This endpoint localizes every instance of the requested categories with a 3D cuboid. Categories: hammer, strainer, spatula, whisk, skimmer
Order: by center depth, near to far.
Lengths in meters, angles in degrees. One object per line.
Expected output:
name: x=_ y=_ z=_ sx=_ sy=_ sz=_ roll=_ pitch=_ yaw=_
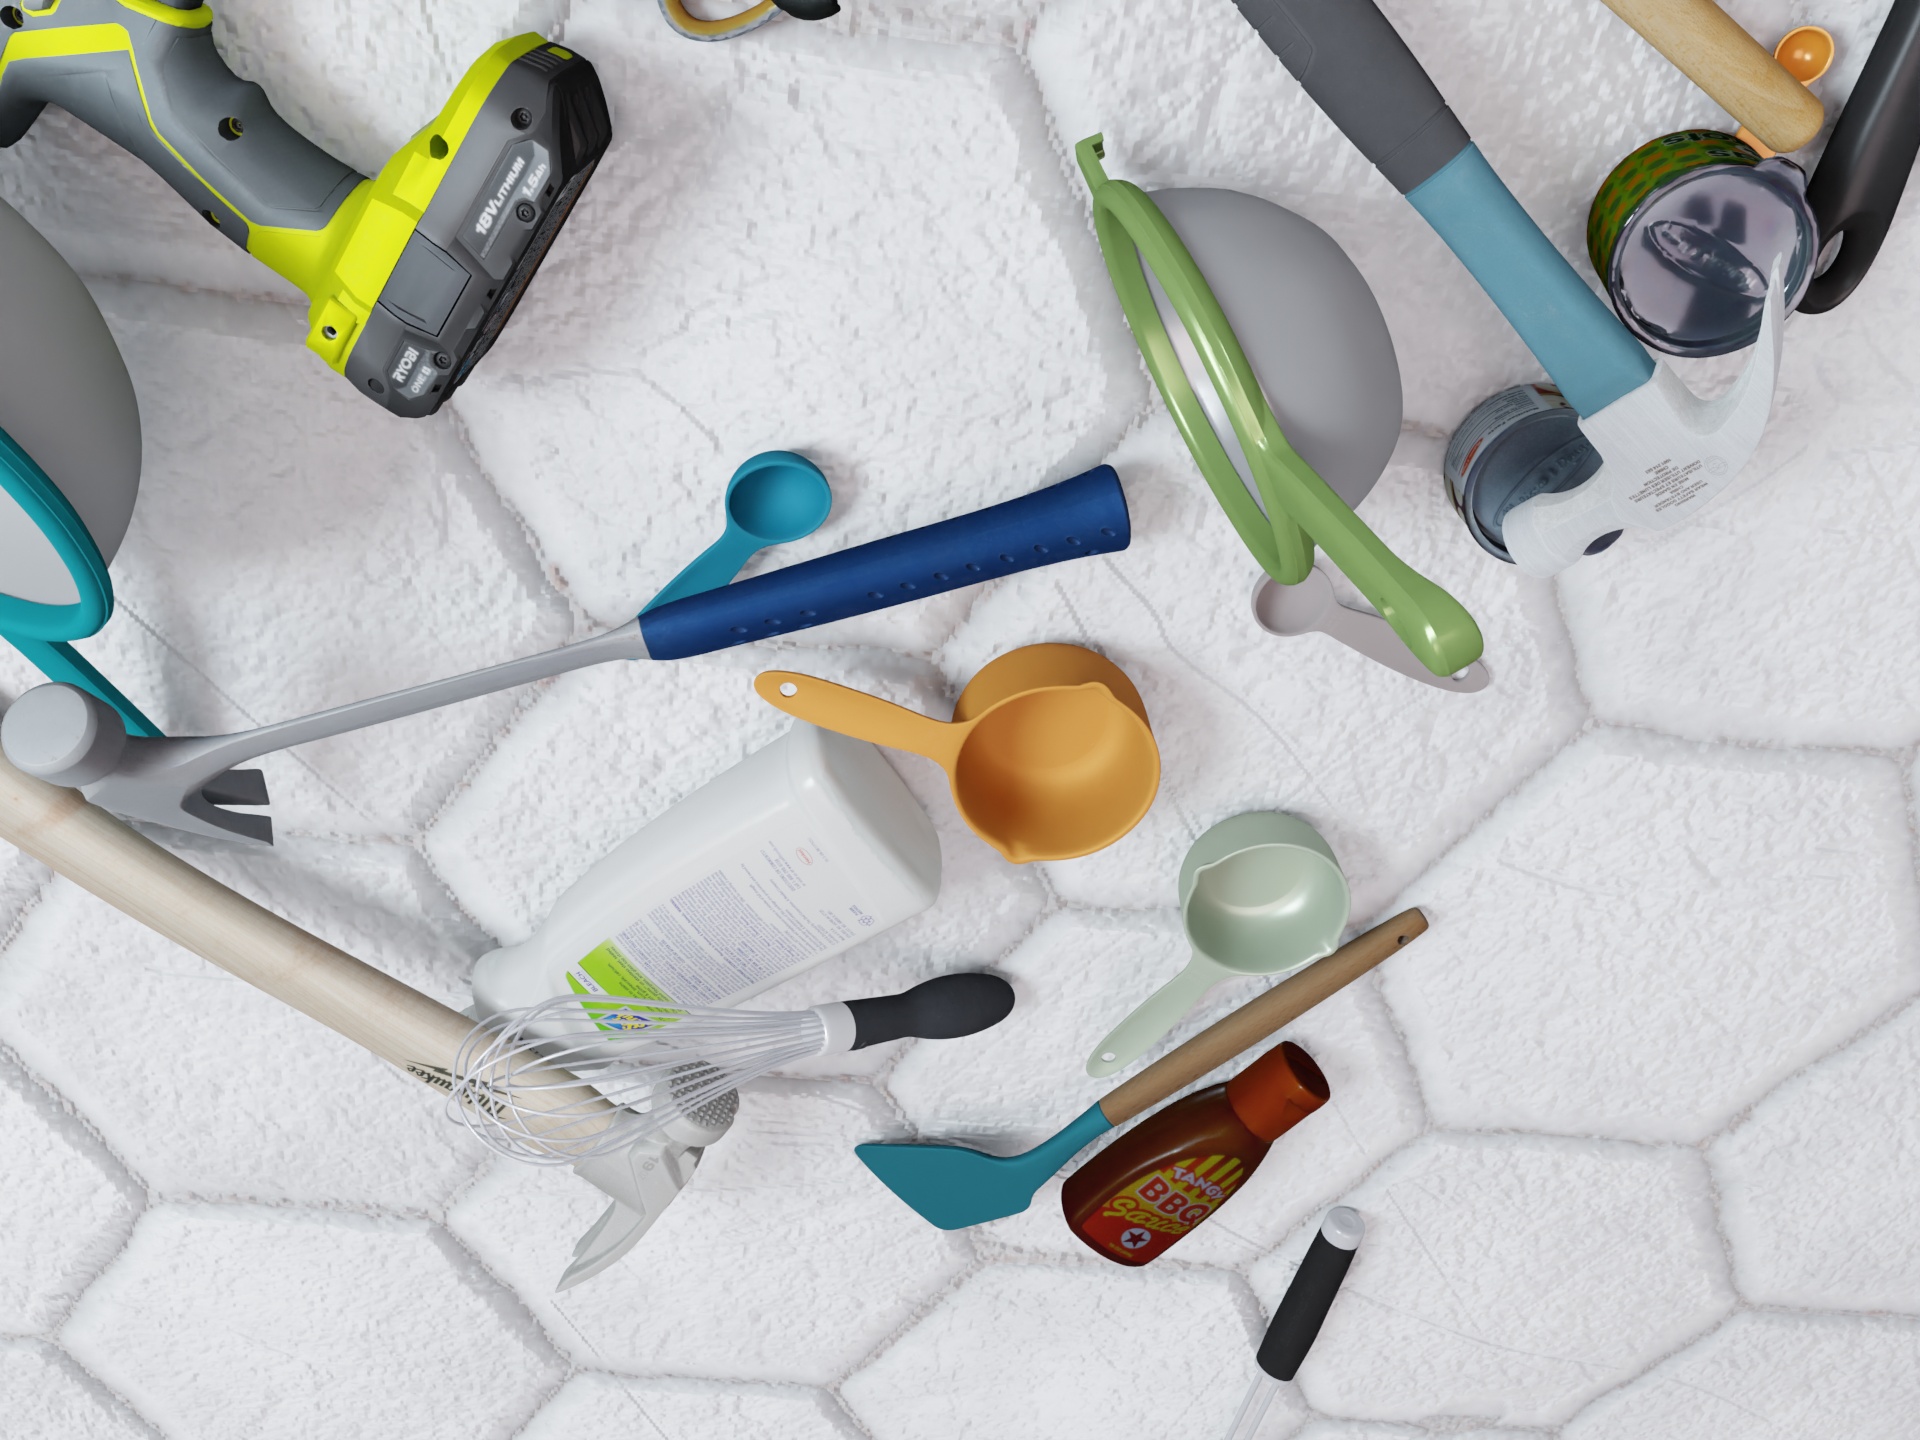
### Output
strainer: x=0.118 y=-0.098 z=0.499 sx=0.069 sy=0.257 sz=0.151 roll=-28 pitch=125 yaw=4
whisk: x=0.328 y=-0.271 z=0.513 sx=0.073 sy=0.073 sz=0.295 roll=2 pitch=128 yaw=-3
whisk: x=0.197 y=-0.264 z=0.514 sx=0.244 sy=0.051 sz=0.047 roll=30 pitch=110 yaw=-18
hammer: x=0.148 y=-0.193 z=0.528 sx=0.331 sy=0.033 sz=0.128 roll=45 pitch=138 yaw=-12
strainer: x=-0.342 y=-0.092 z=0.570 sx=0.211 sy=0.095 sz=0.340 roll=17 pitch=152 yaw=17
hammer: x=-0.133 y=-0.028 z=0.622 sx=0.405 sy=0.035 sz=0.144 roll=-16 pitch=164 yaw=-3
whisk: x=-0.084 y=0.139 z=0.687 sx=0.284 sy=0.070 sz=0.070 roll=-1 pitch=129 yaw=-41
hammer: x=-0.304 y=0.110 z=0.701 sx=0.410 sy=0.038 sz=0.146 roll=33 pitch=119 yaw=-8
spatula: x=0.092 y=0.176 z=0.801 sx=0.317 sy=0.044 sz=0.082 roll=-35 pitch=116 yaw=13
skimmer: x=0.153 y=0.435 z=0.921 sx=0.127 sy=0.090 sz=0.363 roll=26 pitch=120 yaw=19

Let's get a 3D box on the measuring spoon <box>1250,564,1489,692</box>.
measuring spoon: x=0.175 y=-0.039 z=0.677 sx=0.124 sy=0.018 sz=0.034 roll=21 pitch=119 yaw=-21

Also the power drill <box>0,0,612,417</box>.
power drill: x=-0.237 y=-0.218 z=0.518 sx=0.223 sy=0.080 sz=0.171 roll=32 pitch=116 yaw=-16

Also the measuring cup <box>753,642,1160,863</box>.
measuring cup: x=-0.001 y=-0.002 z=0.670 sx=0.173 sy=0.052 sz=0.095 roll=17 pitch=120 yaw=-10

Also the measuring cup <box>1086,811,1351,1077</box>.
measuring cup: x=0.111 y=0.108 z=0.750 sx=0.083 sy=0.038 sz=0.167 roll=30 pitch=118 yaw=-19

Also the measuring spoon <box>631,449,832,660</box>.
measuring spoon: x=-0.101 y=-0.068 z=0.650 sx=0.042 sy=0.021 sz=0.128 roll=26 pitch=128 yaw=-36

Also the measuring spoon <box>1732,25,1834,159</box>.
measuring spoon: x=0.281 y=-0.195 z=0.584 sx=0.021 sy=0.011 sz=0.116 roll=19 pitch=123 yaw=0
